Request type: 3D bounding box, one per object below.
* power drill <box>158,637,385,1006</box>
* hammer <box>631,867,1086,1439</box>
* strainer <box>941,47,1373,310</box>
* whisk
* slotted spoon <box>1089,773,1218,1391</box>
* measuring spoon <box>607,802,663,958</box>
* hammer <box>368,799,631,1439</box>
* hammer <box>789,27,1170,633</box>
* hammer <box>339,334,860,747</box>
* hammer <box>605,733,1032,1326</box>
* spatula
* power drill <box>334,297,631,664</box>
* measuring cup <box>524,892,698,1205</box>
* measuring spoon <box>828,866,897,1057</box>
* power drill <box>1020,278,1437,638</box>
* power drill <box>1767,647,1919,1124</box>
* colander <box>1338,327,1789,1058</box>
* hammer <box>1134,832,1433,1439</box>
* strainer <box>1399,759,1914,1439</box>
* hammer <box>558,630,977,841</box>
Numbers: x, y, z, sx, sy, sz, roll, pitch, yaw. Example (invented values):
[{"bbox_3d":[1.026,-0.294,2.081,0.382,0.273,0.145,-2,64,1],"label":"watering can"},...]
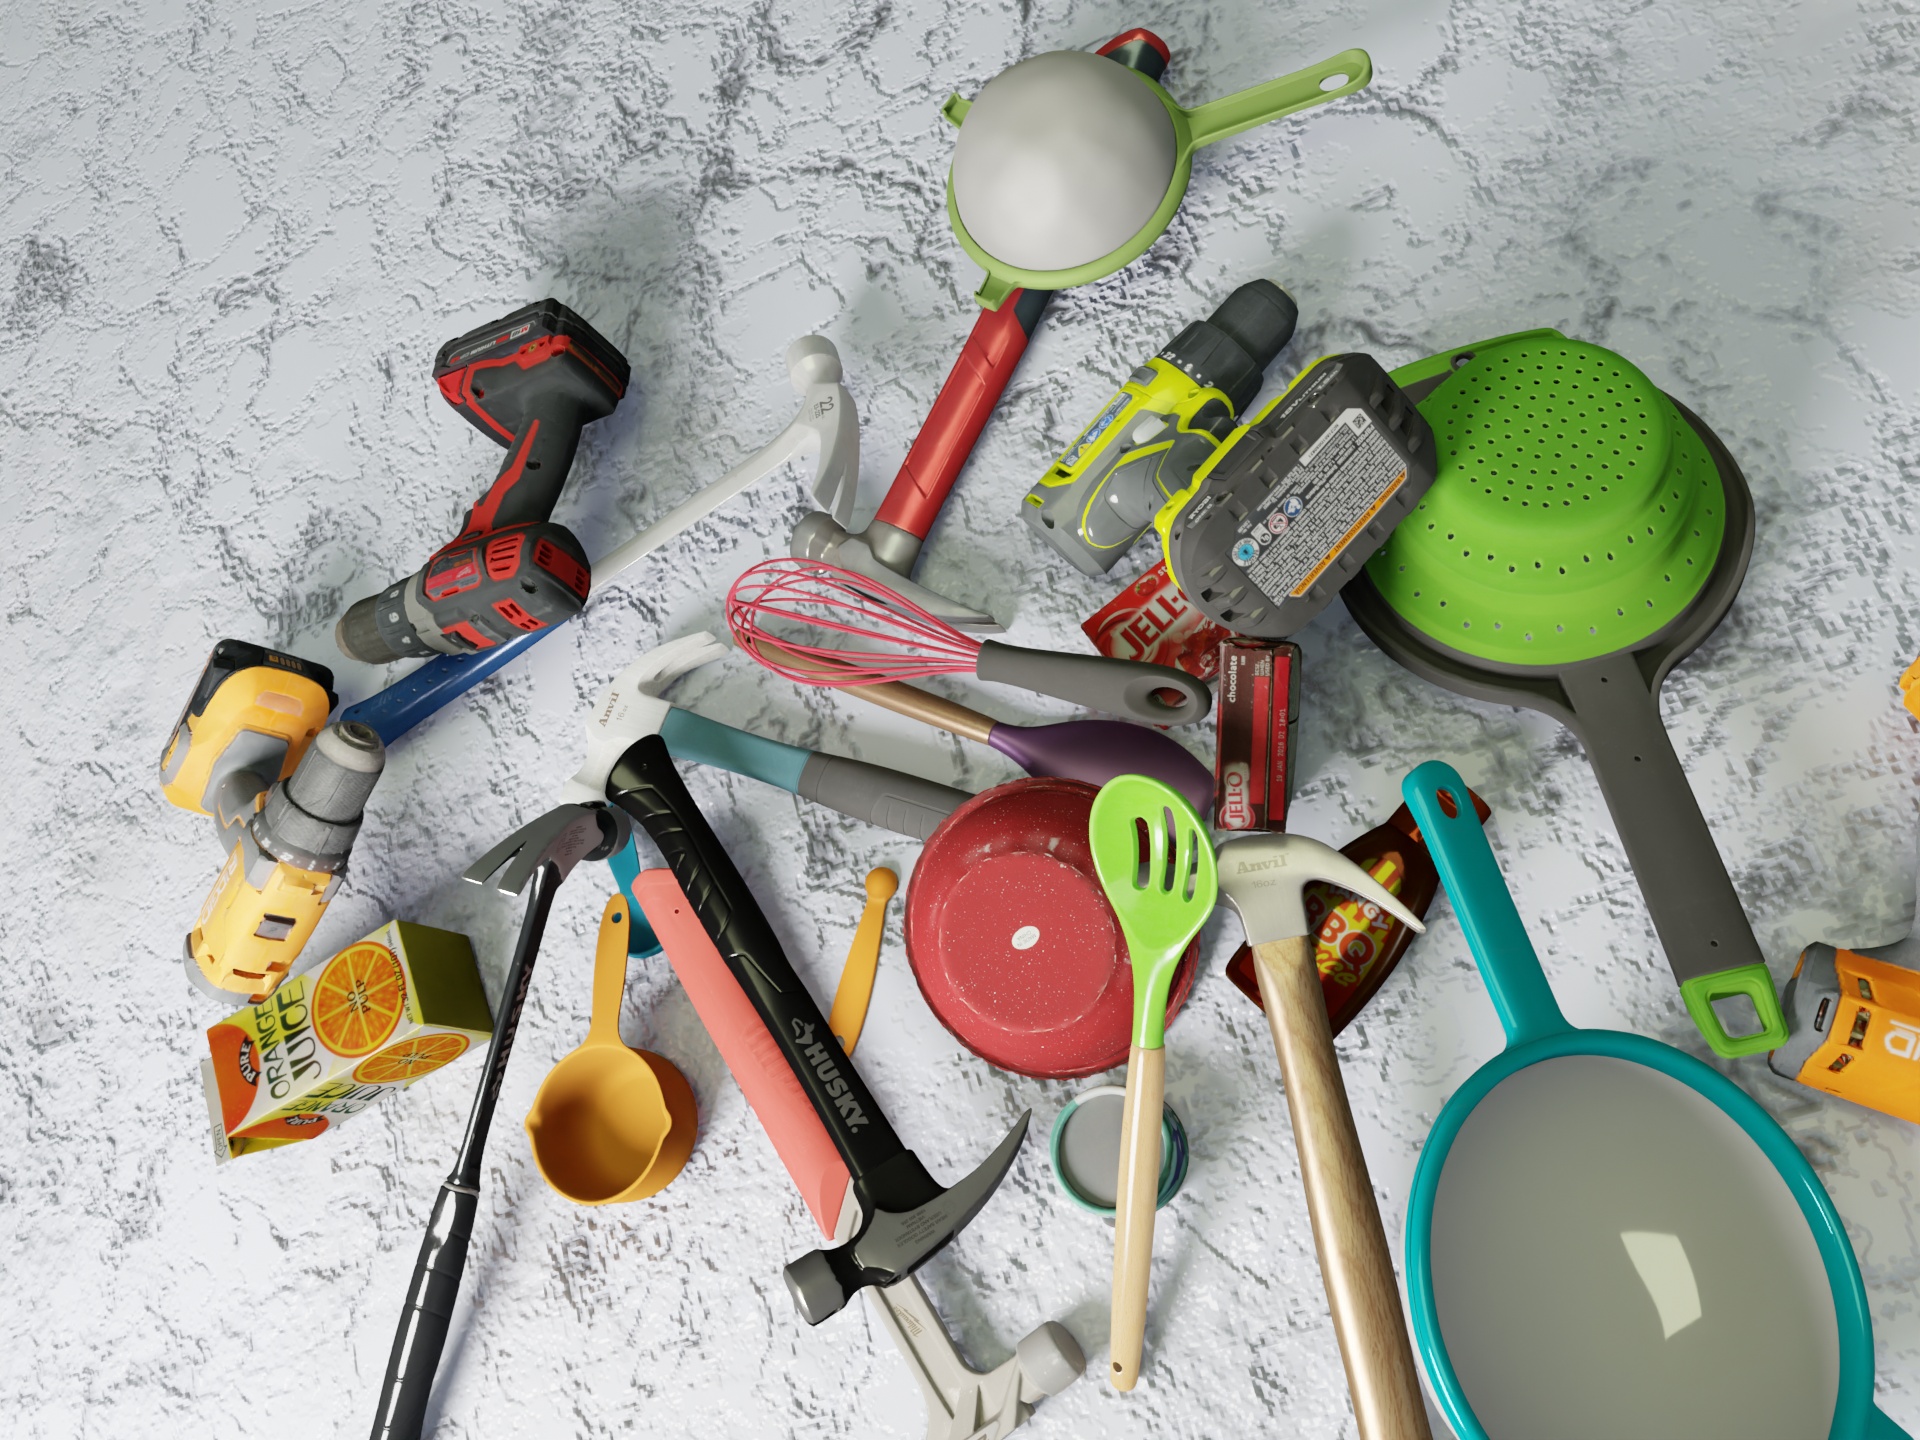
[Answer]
[{"bbox_3d":[-0.421,0.036,0.978,0.185,0.084,0.226,-56,41,16],"label":"power drill"},{"bbox_3d":[-0.089,0.233,0.859,0.149,0.036,0.359,-38,68,7],"label":"hammer"},{"bbox_3d":[0.103,-0.344,0.907,0.256,0.069,0.152,-14,71,17],"label":"strainer"},{"bbox_3d":[-0.004,-0.038,0.879,0.296,0.073,0.073,13,79,21],"label":"whisk"},{"bbox_3d":[0.086,0.176,0.754,0.070,0.031,0.313,13,106,40],"label":"slotted spoon"},{"bbox_3d":[-0.201,0.091,0.970,0.042,0.021,0.129,-25,57,1],"label":"measuring spoon"},{"bbox_3d":[-0.273,0.245,0.880,0.036,0.149,0.409,16,93,8],"label":"hammer"},{"bbox_3d":[0.043,-0.240,0.958,0.143,0.038,0.386,25,84,25],"label":"hammer"},{"bbox_3d":[-0.232,-0.086,0.998,0.405,0.035,0.144,-31,47,16],"label":"hammer"},{"bbox_3d":[-0.097,0.138,0.853,0.146,0.035,0.335,-27,63,-19],"label":"hammer"},{"bbox_3d":[-0.001,-0.003,0.915,0.316,0.018,0.060,20,78,24],"label":"spatula"},{"bbox_3d":[-0.306,-0.141,1.014,0.188,0.080,0.227,-13,57,28],"label":"power drill"},{"bbox_3d":[-0.192,0.189,0.915,0.095,0.052,0.174,-6,70,20],"label":"measuring cup"},{"bbox_3d":[-0.058,0.139,0.898,0.021,0.011,0.117,9,78,24],"label":"measuring spoon"},{"bbox_3d":[0.139,-0.143,0.819,0.190,0.080,0.229,-48,25,3],"label":"power drill"},{"bbox_3d":[0.463,0.072,0.677,0.164,0.084,0.226,19,86,25],"label":"power drill"},{"bbox_3d":[0.296,-0.046,0.737,0.204,0.094,0.397,-15,62,8],"label":"colander"},{"bbox_3d":[0.177,0.215,0.740,0.130,0.031,0.331,-14,80,11],"label":"hammer"},{"bbox_3d":[0.248,0.188,0.697,0.211,0.095,0.341,-9,68,-20],"label":"strainer"},{"bbox_3d":[-0.077,0.036,0.922,0.331,0.033,0.128,16,77,23],"label":"hammer"}]
